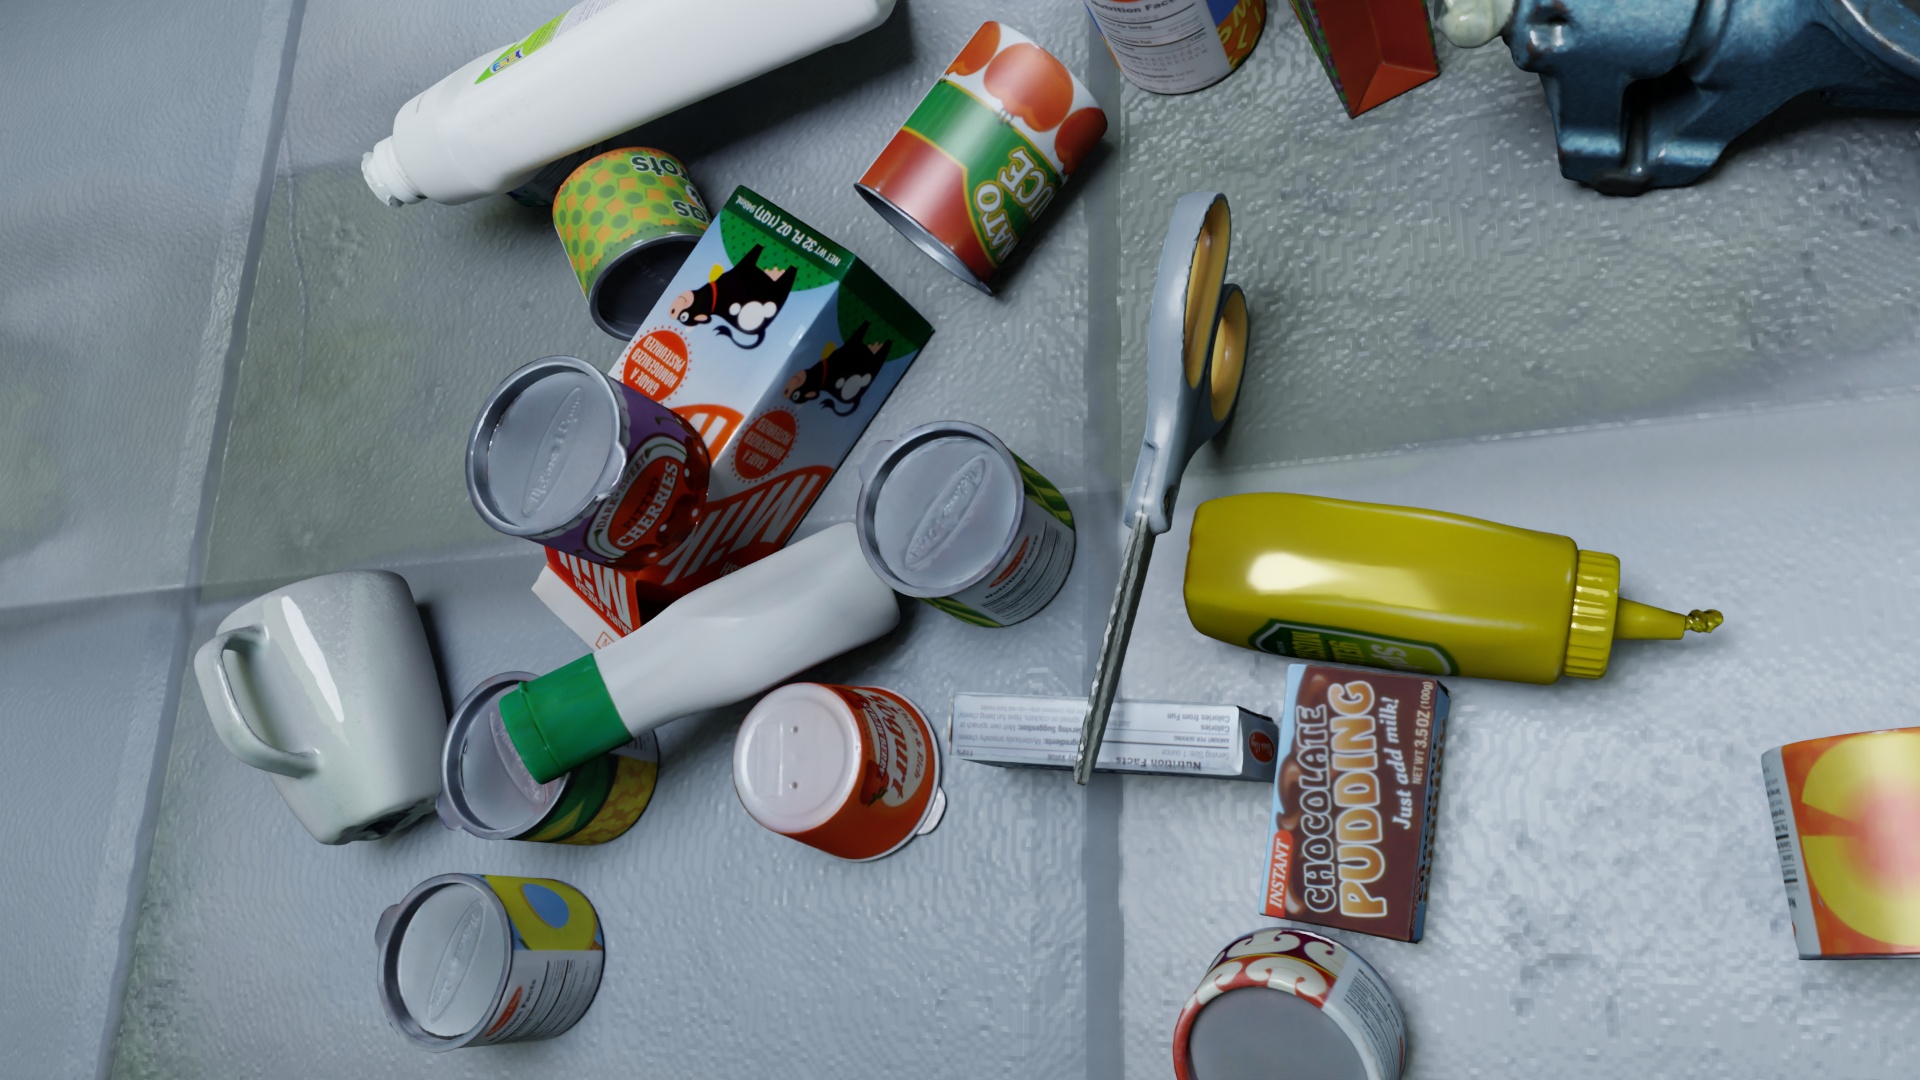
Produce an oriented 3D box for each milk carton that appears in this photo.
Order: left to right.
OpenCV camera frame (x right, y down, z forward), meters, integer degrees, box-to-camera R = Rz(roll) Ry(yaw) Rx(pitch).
[{"bbox_3d":[-0.103,-0.039,0.570,0.072,0.073,0.190,37,92,28],"label":"milk carton"}]

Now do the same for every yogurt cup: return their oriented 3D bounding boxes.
[{"bbox_3d":[-0.049,0.084,0.520,0.072,0.054,0.072,-7,72,23],"label":"yogurt cup"}]

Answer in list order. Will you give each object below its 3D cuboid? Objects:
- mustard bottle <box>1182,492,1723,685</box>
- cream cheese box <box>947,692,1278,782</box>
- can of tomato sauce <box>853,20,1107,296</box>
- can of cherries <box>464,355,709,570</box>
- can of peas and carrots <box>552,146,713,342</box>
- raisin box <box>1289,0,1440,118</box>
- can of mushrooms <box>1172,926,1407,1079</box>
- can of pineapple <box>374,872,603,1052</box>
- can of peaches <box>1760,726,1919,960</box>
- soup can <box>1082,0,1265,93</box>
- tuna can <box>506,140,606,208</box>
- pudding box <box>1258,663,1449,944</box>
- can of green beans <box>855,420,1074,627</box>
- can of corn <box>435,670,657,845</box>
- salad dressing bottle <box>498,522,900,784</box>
[{"bbox_3d":[0.154,0.018,0.444,0.160,0.065,0.049,7,74,22],"label":"mustard bottle"},{"bbox_3d":[0.052,0.068,0.479,0.104,0.053,0.024,-1,77,24],"label":"cream cheese box"},{"bbox_3d":[0.010,-0.152,0.557,0.071,0.071,0.083,40,93,28],"label":"can of tomato sauce"},{"bbox_3d":[-0.132,-0.025,0.504,0.071,0.058,0.071,-6,73,22],"label":"can of cherries"},{"bbox_3d":[-0.139,-0.133,0.618,0.071,0.071,0.059,-34,64,12],"label":"can of peas and carrots"},{"bbox_3d":[0.131,-0.232,0.514,0.040,0.086,0.124,-26,66,18],"label":"raisin box"},{"bbox_3d":[0.099,0.158,0.430,0.071,0.033,0.071,6,104,26],"label":"can of mushrooms"},{"bbox_3d":[-0.188,0.167,0.556,0.071,0.058,0.071,-7,72,22],"label":"can of pineapple"},{"bbox_3d":[0.260,0.082,0.374,0.071,0.071,0.058,-9,71,22],"label":"can of peaches"},{"bbox_3d":[0.078,-0.226,0.537,0.071,0.083,0.071,-7,73,22],"label":"soup can"},{"bbox_3d":[-0.214,-0.204,0.691,0.071,0.033,0.071,-7,73,22],"label":"tuna can"},{"bbox_3d":[0.128,0.084,0.453,0.049,0.030,0.084,5,77,27],"label":"pudding box"},{"bbox_3d":[0.003,-0.005,0.520,0.071,0.058,0.071,-7,73,23],"label":"can of green beans"},{"bbox_3d":[-0.169,0.092,0.570,0.071,0.058,0.071,-7,73,22],"label":"can of corn"},{"bbox_3d":[-0.097,0.043,0.526,0.148,0.044,0.064,-25,21,-12],"label":"salad dressing bottle"}]
